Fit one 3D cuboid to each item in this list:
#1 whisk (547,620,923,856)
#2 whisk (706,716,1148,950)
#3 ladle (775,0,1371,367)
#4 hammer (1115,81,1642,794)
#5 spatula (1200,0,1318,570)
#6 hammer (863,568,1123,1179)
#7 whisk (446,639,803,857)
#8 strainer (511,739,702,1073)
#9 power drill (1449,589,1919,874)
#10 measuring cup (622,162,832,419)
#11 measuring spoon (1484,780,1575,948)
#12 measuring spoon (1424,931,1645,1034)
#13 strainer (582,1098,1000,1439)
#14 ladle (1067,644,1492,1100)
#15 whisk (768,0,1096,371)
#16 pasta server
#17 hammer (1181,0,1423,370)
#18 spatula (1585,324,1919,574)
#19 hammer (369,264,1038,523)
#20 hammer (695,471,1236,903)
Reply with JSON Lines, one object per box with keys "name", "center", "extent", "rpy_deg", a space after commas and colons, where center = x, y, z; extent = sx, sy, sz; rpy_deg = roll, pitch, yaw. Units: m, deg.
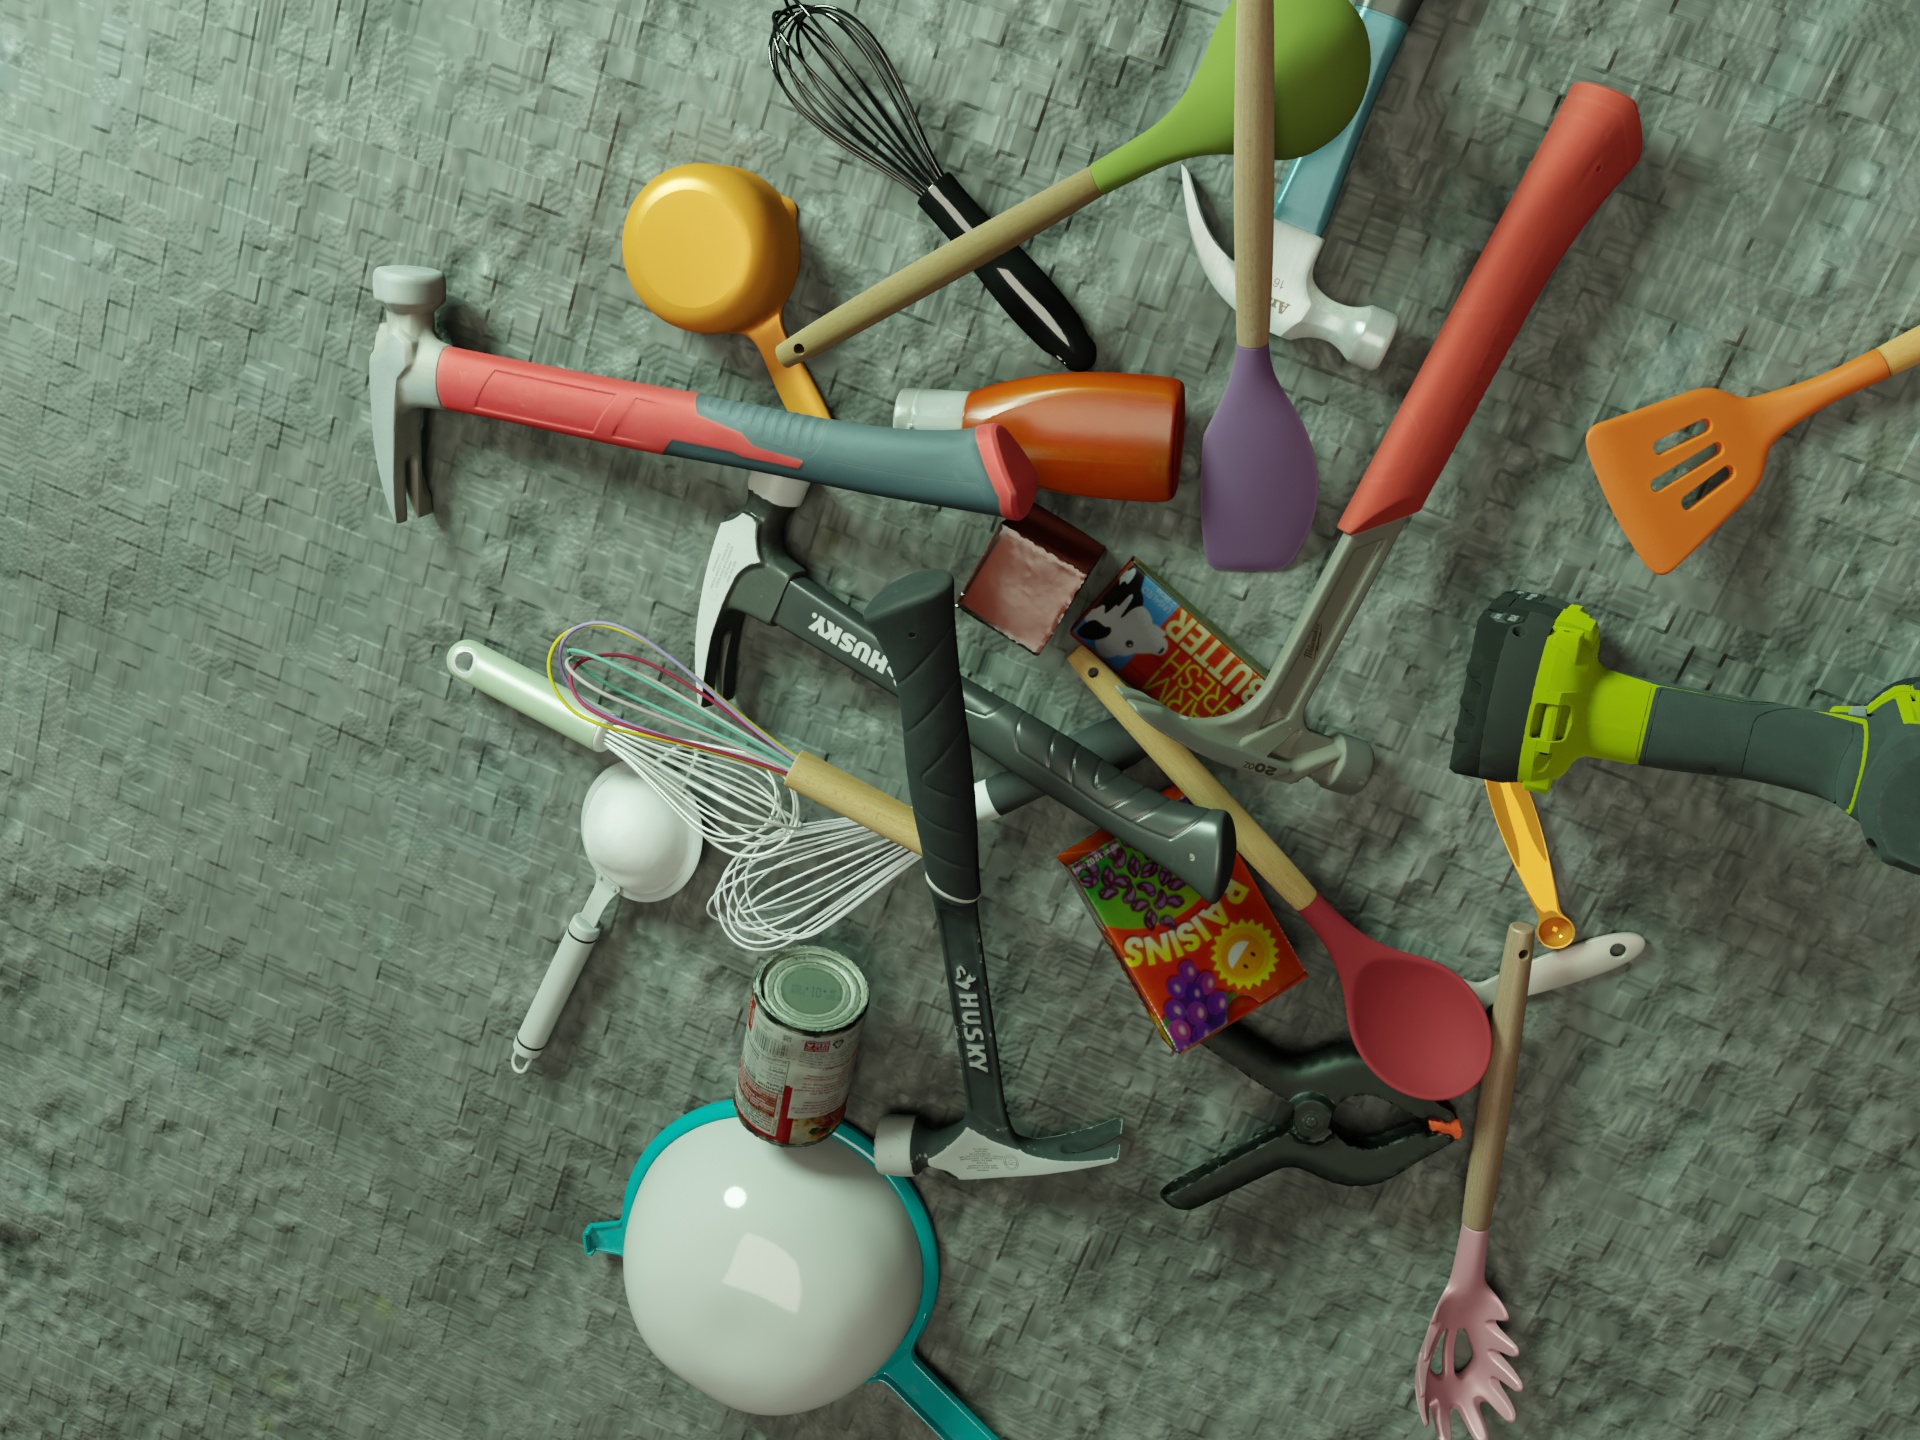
{"name": "whisk", "center": [-0.111, 0.019, 0.857], "extent": [0.245, 0.047, 0.051], "rpy_deg": [28, 150, -1]}
{"name": "whisk", "center": [-0.017, 0.058, 0.895], "extent": [0.284, 0.070, 0.070], "rpy_deg": [-24, 99, 13]}
{"name": "ladle", "center": [0.045, -0.251, 0.770], "extent": [0.320, 0.062, 0.078], "rpy_deg": [-23, 112, 24]}
{"name": "hammer", "center": [0.215, -0.135, 0.776], "extent": [0.149, 0.037, 0.359], "rpy_deg": [18, 107, -24]}
{"name": "spatula", "center": [0.140, -0.201, 0.746], "extent": [0.060, 0.018, 0.315], "rpy_deg": [1, 130, 12]}
{"name": "hammer", "center": [0.003, 0.103, 0.845], "extent": [0.149, 0.036, 0.408], "rpy_deg": [0, 125, 11]}
{"name": "whisk", "center": [-0.196, 0.010, 0.914], "extent": [0.246, 0.059, 0.058], "rpy_deg": [26, 94, 16]}
{"name": "strainer", "center": [-0.225, 0.121, 0.966], "extent": [0.087, 0.050, 0.258], "rpy_deg": [37, 113, 17]}
{"name": "power drill", "center": [0.360, -0.001, 0.741], "extent": [0.228, 0.190, 0.080], "rpy_deg": [13, 108, 24]}
{"name": "measuring cup", "center": [-0.114, -0.211, 0.842], "extent": [0.095, 0.052, 0.173], "rpy_deg": [-26, 96, 18]}
{"name": "measuring spoon", "center": [0.302, 0.067, 0.849], "extent": [0.021, 0.011, 0.117], "rpy_deg": [-19, 96, 18]}
{"name": "measuring spoon", "center": [0.310, 0.142, 0.862], "extent": [0.124, 0.018, 0.034], "rpy_deg": [-24, 98, 17]}
{"name": "strainer", "center": [-0.079, 0.392, 0.976], "extent": [0.340, 0.095, 0.211], "rpy_deg": [44, 109, 0]}
{"name": "ladle", "center": [0.165, 0.078, 0.841], "extent": [0.069, 0.031, 0.315], "rpy_deg": [-43, 96, 4]}
{"name": "whisk", "center": [-0.012, -0.270, 0.807], "extent": [0.055, 0.055, 0.239], "rpy_deg": [-40, 98, 19]}
{"name": "pasta server", "center": [0.292, 0.260, 0.879], "extent": [0.060, 0.040, 0.316], "rpy_deg": [0, 109, -6]}
{"name": "hammer", "center": [0.205, -0.344, 0.746], "extent": [0.128, 0.033, 0.331], "rpy_deg": [23, 108, 5]}
{"name": "spatula", "center": [0.452, -0.176, 0.732], "extent": [0.322, 0.041, 0.081], "rpy_deg": [-27, 97, 17]}
{"name": "hammer", "center": [-0.147, -0.141, 0.842], "extent": [0.386, 0.038, 0.143], "rpy_deg": [14, 114, 18]}
{"name": "hammer", "center": [-0.001, -0.003, 0.847], "extent": [0.335, 0.035, 0.146], "rpy_deg": [32, 111, 16]}
